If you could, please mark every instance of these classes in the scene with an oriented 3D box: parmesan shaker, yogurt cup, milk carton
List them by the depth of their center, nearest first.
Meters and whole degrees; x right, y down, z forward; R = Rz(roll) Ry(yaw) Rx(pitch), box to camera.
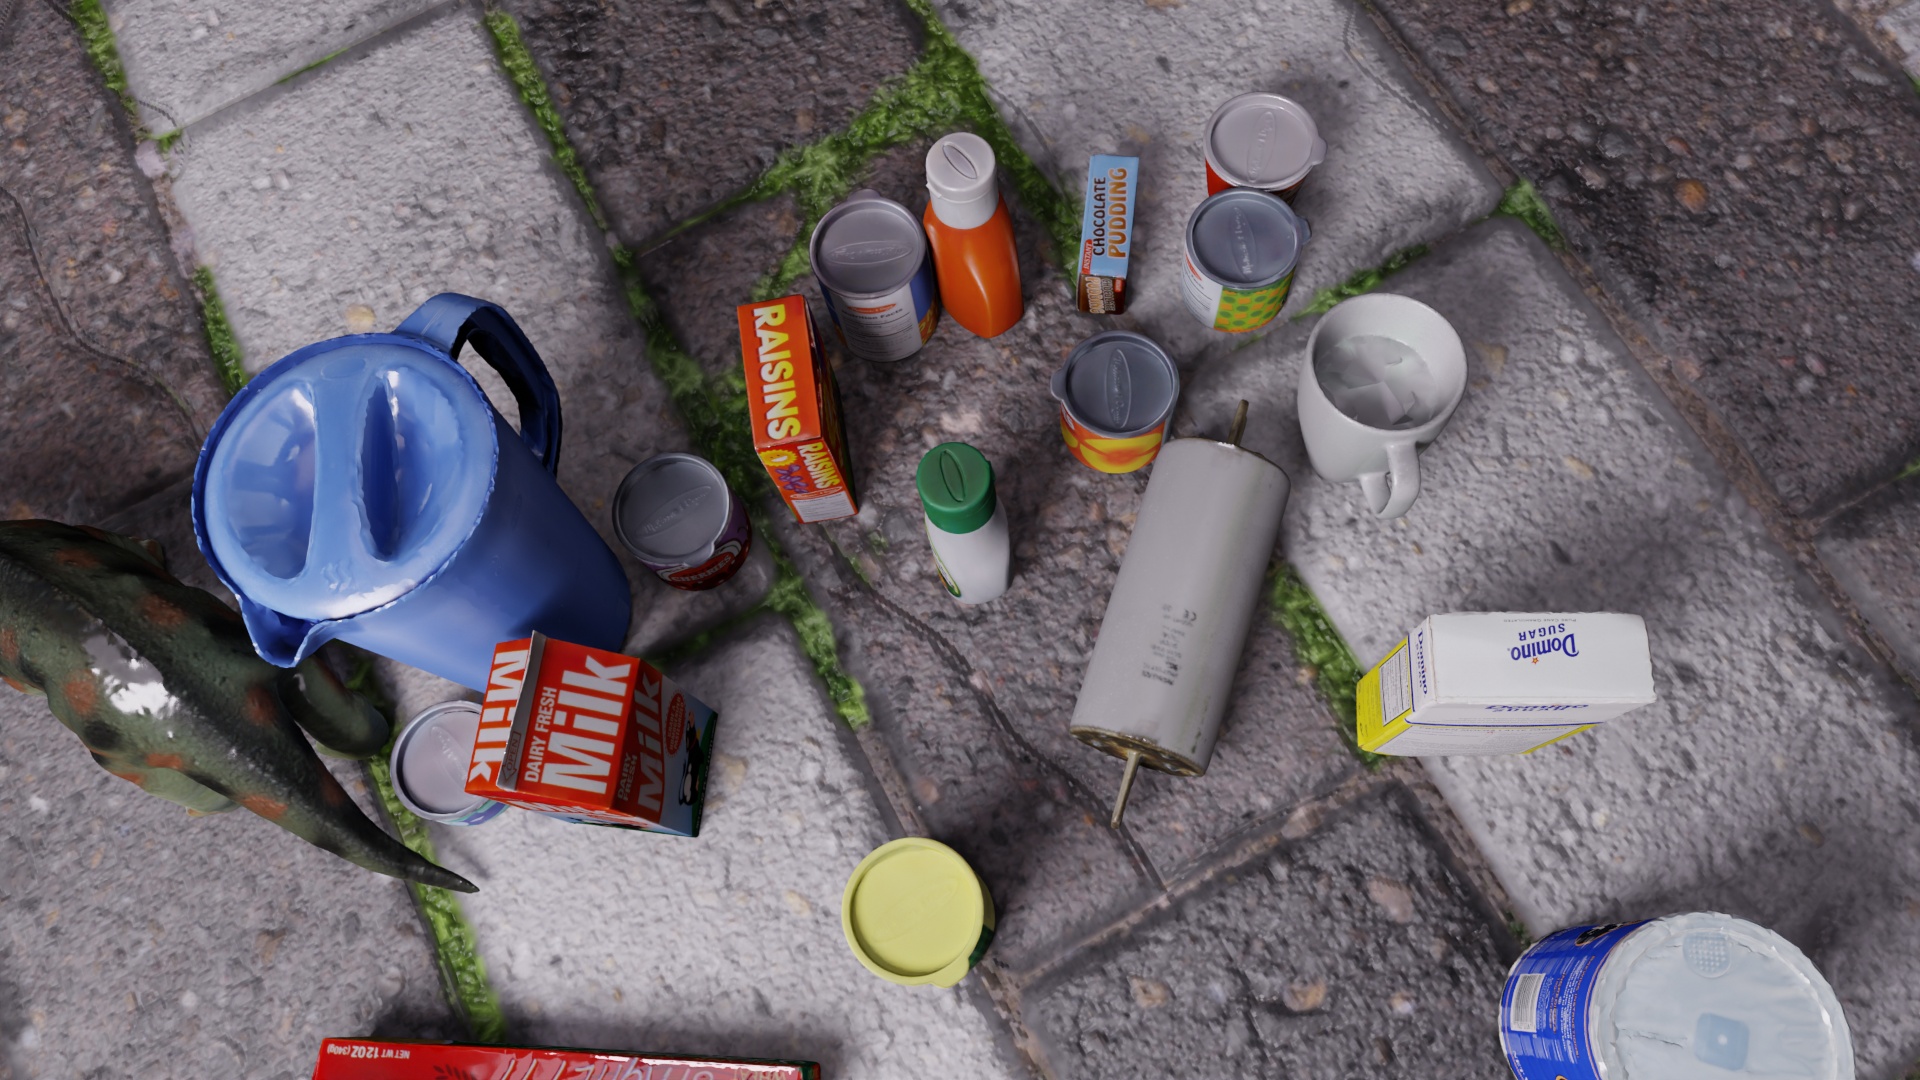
[{"bbox_3d":[-0.183,0.100,0.685,0.073,0.190,0.072,5,73,6],"label":"milk carton"},{"bbox_3d":[-0.017,0.188,0.688,0.071,0.102,0.071,-1,72,4],"label":"parmesan shaker"},{"bbox_3d":[0.179,-0.227,0.838,0.072,0.053,0.072,-1,72,4],"label":"yogurt cup"}]

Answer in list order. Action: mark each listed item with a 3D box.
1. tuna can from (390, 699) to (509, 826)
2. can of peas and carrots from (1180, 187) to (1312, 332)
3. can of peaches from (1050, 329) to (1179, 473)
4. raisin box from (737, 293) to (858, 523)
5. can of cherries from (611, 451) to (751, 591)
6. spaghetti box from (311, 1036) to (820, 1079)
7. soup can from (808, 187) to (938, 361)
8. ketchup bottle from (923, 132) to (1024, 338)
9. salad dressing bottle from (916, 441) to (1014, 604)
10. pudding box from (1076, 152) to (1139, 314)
[{"bbox_3d":[-0.274,0.122,0.768,0.071,0.032,0.071,-1,71,4],"label":"tuna can"},{"bbox_3d":[0.166,-0.164,0.815,0.071,0.058,0.071,-1,72,4],"label":"can of peas and carrots"},{"bbox_3d":[0.087,-0.078,0.793,0.071,0.058,0.071,-1,72,4],"label":"can of peaches"},{"bbox_3d":[-0.088,-0.069,0.770,0.040,0.123,0.086,-10,71,2],"label":"raisin box"},{"bbox_3d":[-0.156,-0.007,0.789,0.071,0.058,0.071,-1,72,4],"label":"can of cherries"},{"bbox_3d":[-0.196,0.272,0.702,0.250,0.050,0.029,1,72,5],"label":"spaghetti box"},{"bbox_3d":[-0.049,-0.154,0.816,0.071,0.083,0.071,-1,72,4],"label":"soup can"},{"bbox_3d":[0.005,-0.172,0.783,0.043,0.148,0.065,-37,73,-7],"label":"ketchup bottle"},{"bbox_3d":[0.003,-0.009,0.730,0.044,0.147,0.064,-18,71,-1],"label":"salad dressing bottle"},{"bbox_3d":[0.088,-0.184,0.833,0.030,0.049,0.084,6,72,7],"label":"pudding box"}]
